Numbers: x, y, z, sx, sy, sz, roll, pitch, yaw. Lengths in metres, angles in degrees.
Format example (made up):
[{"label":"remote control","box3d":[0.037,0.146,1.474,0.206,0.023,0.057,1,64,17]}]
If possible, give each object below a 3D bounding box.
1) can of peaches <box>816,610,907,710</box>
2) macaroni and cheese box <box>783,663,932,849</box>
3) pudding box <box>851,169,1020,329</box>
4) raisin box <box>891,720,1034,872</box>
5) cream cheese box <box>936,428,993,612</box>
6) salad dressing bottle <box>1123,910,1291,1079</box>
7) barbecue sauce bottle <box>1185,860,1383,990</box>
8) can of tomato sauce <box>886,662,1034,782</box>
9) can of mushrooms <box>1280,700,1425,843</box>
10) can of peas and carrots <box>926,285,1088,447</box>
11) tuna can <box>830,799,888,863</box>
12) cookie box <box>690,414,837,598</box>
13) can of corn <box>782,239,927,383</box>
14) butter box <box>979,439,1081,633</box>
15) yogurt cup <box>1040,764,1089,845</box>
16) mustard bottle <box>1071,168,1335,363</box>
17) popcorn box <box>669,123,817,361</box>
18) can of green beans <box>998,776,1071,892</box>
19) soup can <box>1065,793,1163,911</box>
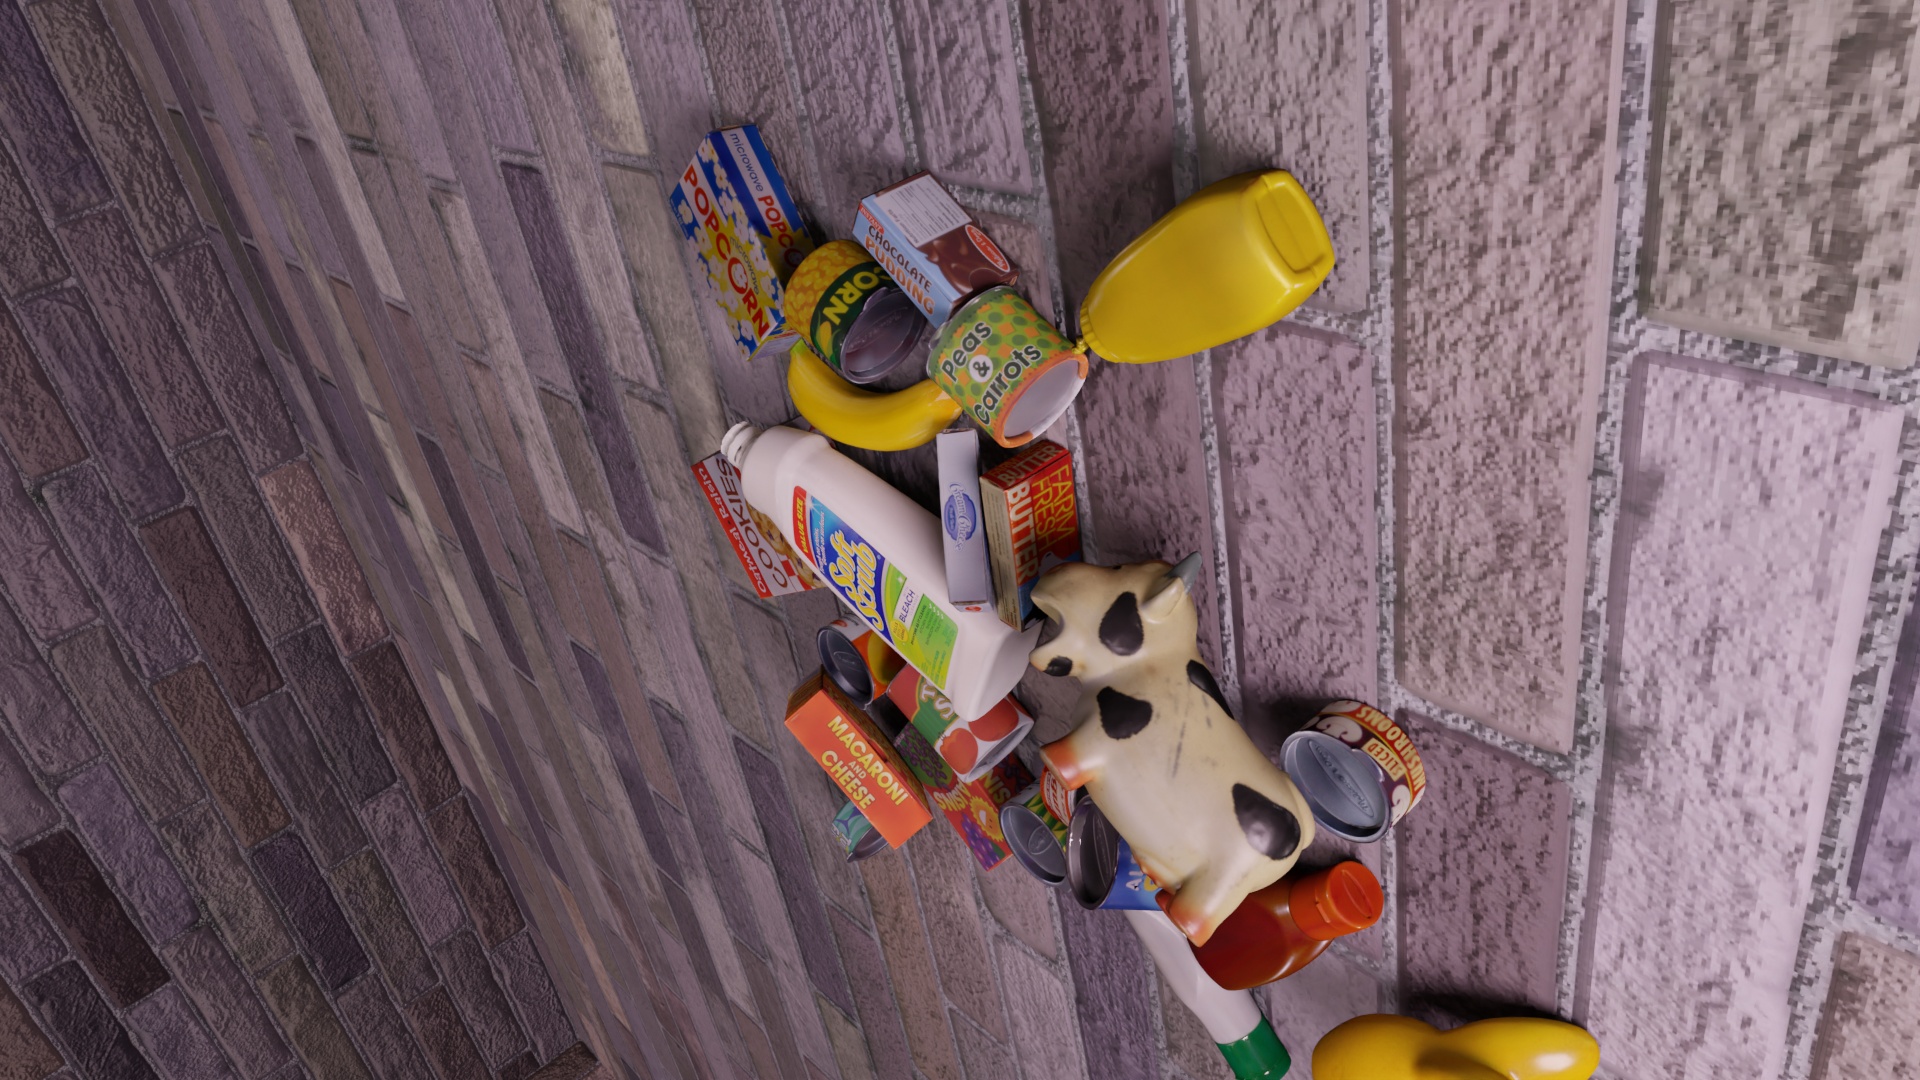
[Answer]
[{"label":"can of peaches","box3d":[-0.063,0.081,1.030,0.071,0.058,0.070,35,142,33]},{"label":"macaroni and cheese box","box3d":[-0.079,0.158,1.056,0.123,0.040,0.166,50,176,-4]},{"label":"pudding box","box3d":[-0.014,-0.157,0.755,0.084,0.050,0.030,49,150,15]},{"label":"raisin box","box3d":[0.009,0.176,1.027,0.123,0.040,0.085,53,149,12]},{"label":"cream cheese box","box3d":[0.003,-0.010,0.822,0.053,0.024,0.104,66,-160,-80]},{"label":"salad dressing bottle","box3d":[0.161,0.284,0.900,0.147,0.044,0.064,58,156,-3]},{"label":"barbecue sauce bottle","box3d":[0.186,0.219,0.805,0.065,0.044,0.148,62,150,13]},{"label":"can of tomato sauce","box3d":[0.001,0.114,0.958,0.083,0.071,0.070,47,148,17]},{"label":"can of mushrooms","box3d":[0.200,0.116,0.703,0.071,0.033,0.070,36,143,34]},{"label":"can of peas and carrots","box3d":[0.024,-0.092,0.737,0.059,0.071,0.070,45,147,20]},{"label":"tuna can","box3d":[-0.078,0.239,1.178,0.033,0.071,0.070,45,147,24]},{"label":"cookie box","box3d":[-0.132,-0.024,1.055,0.167,0.040,0.122,-12,106,57]},{"label":"can of corn","box3d":[-0.063,-0.138,0.825,0.058,0.071,0.070,42,146,26]},{"label":"butter box","box3d":[0.043,-0.002,0.807,0.024,0.053,0.103,27,137,43]},{"label":"yogurt cup","box3d":[0.086,0.156,0.875,0.072,0.072,0.054,64,157,-10]},{"label":"mustard bottle","box3d":[0.097,-0.114,0.633,0.160,0.049,0.065,-18,102,60]},{"label":"popcorn box","box3d":[-0.135,-0.191,0.895,0.085,0.038,0.127,-33,81,55]},{"label":"can of green beans","box3d":[0.069,0.189,0.933,0.071,0.058,0.071,36,142,34]},{"label":"soup can","box3d":[0.114,0.183,0.814,0.071,0.084,0.071,-172,89,-70]}]
